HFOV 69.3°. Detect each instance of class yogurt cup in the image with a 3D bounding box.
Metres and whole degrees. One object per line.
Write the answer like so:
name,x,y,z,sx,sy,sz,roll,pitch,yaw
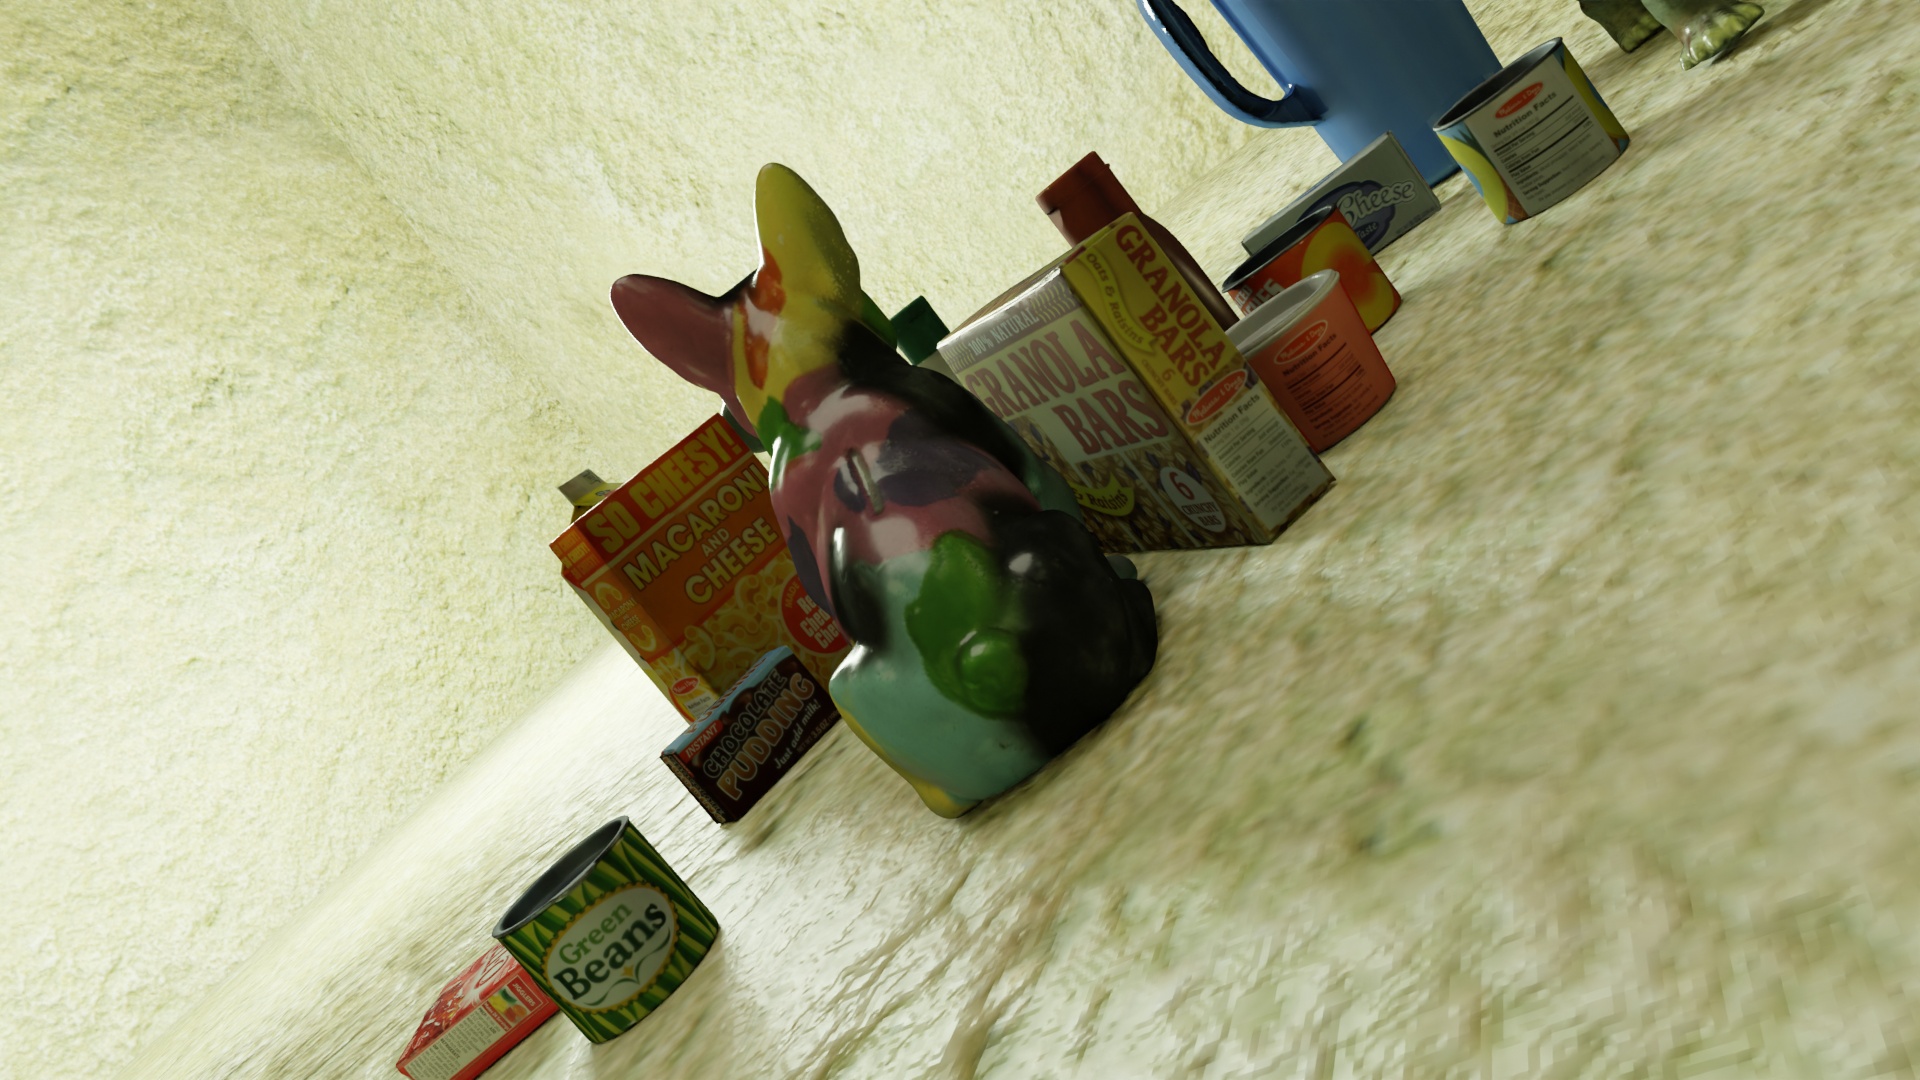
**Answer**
yogurt cup,0.137,-0.068,0.560,0.072,0.054,0.072,-38,9,7

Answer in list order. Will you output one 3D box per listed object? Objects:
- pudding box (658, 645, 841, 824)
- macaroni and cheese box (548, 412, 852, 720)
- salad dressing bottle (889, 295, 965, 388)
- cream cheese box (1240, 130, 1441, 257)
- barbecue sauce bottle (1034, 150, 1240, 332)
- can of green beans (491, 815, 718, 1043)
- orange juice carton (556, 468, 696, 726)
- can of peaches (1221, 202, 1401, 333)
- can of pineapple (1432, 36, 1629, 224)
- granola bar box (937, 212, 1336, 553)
pudding box,-0.107,0.099,0.715,0.084,0.049,0.030,-44,10,-32
macaroni and cheese box,-0.130,0.028,0.786,0.040,0.166,0.124,-30,12,47
salad dressing bottle,0.003,-0.106,0.992,0.064,0.147,0.044,-41,9,-15
cream cheese box,0.224,-0.187,0.819,0.103,0.053,0.024,-35,9,24
barbecue sauce bottle,0.095,-0.116,0.665,0.044,0.148,0.065,-41,8,-12
can of green beans,-0.138,0.152,0.544,0.071,0.058,0.071,-38,9,7
orange juice carton,-0.181,0.034,0.875,0.073,0.192,0.072,-37,8,9
can of peaches,0.170,-0.120,0.677,0.071,0.058,0.071,-38,9,7
can of pineapple,0.265,-0.190,0.647,0.071,0.058,0.071,-38,9,7
granola bar box,0.061,-0.054,0.563,0.039,0.124,0.165,-41,9,-14
